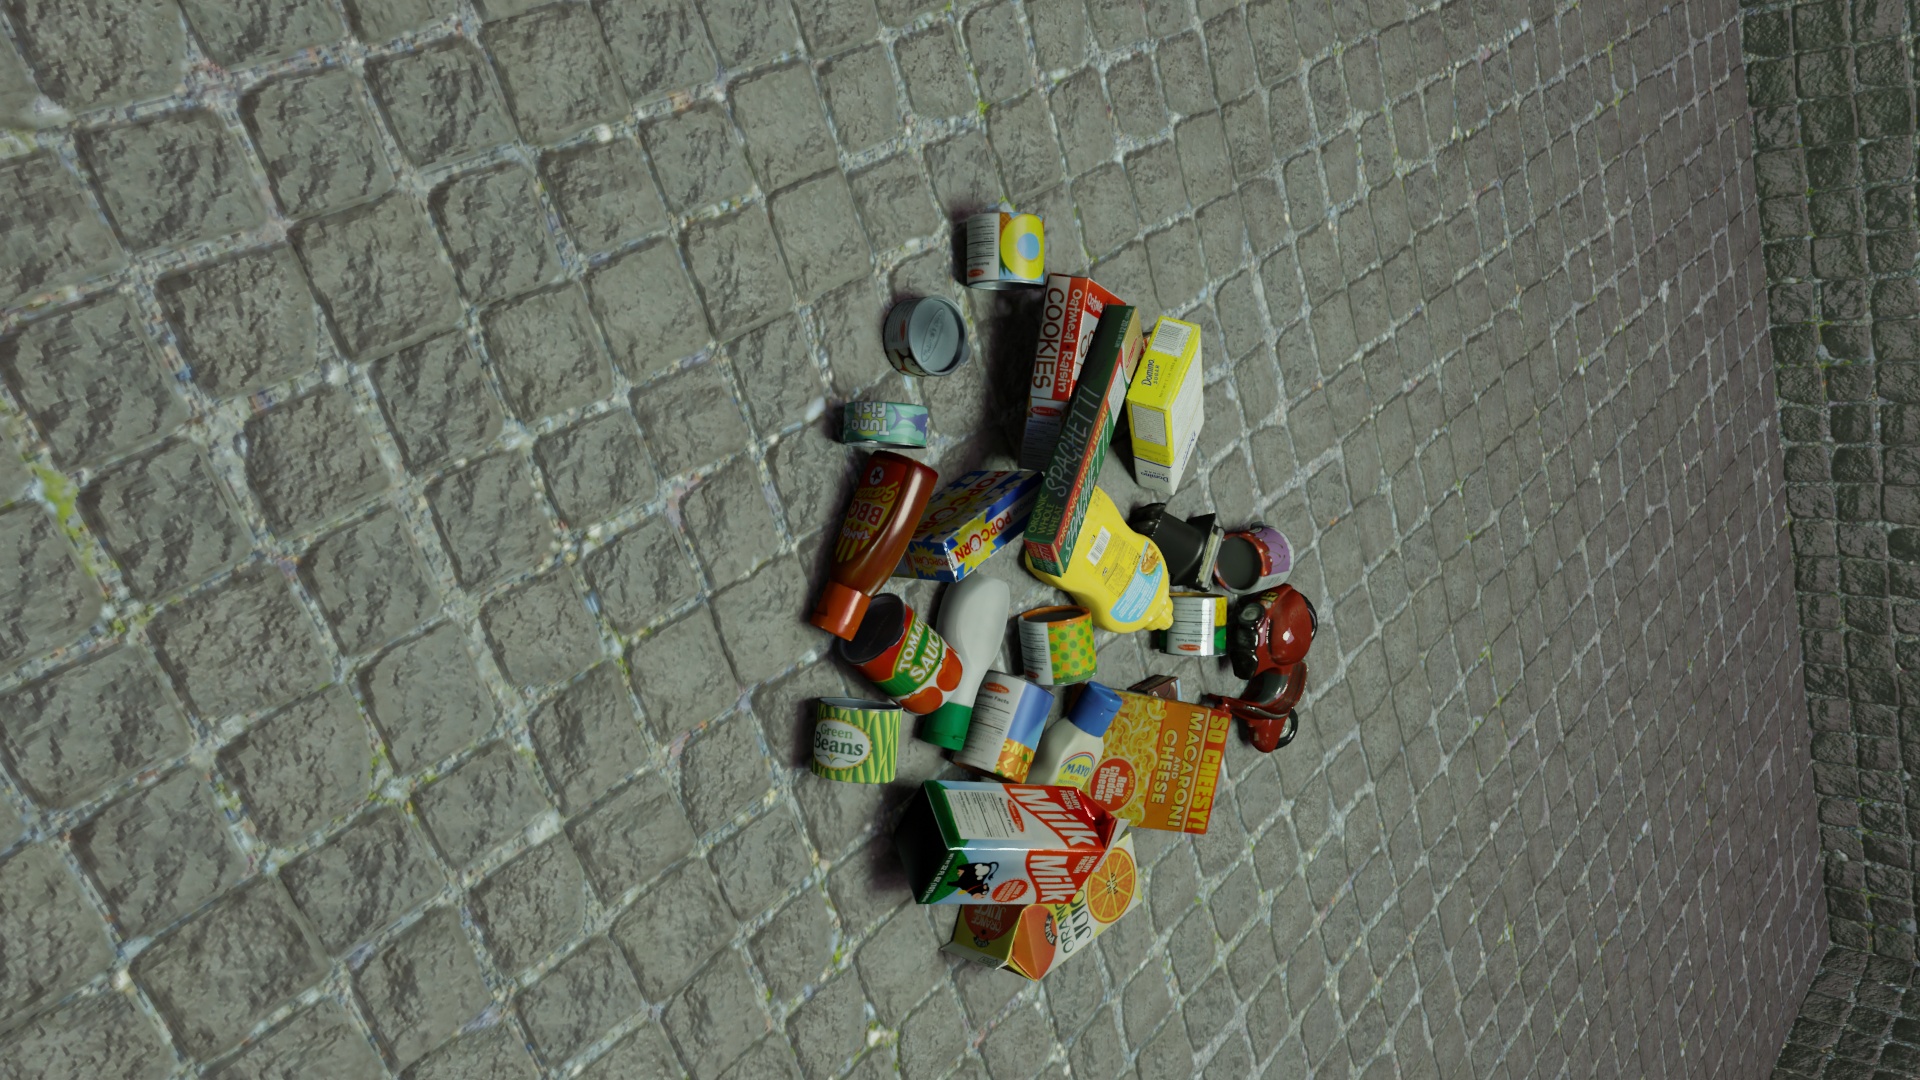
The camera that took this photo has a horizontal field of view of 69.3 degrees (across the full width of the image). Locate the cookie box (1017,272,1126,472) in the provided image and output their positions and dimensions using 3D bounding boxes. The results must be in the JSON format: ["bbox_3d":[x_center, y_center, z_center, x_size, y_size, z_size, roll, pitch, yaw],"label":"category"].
[{"bbox_3d":[0.098,-0.140,1.214,0.123,0.040,0.167,2,97,-69],"label":"cookie box"}]

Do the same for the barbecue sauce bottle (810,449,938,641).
[{"bbox_3d":[-0.071,0.004,1.088,0.043,0.065,0.148,29,82,-40],"label":"barbecue sauce bottle"}]

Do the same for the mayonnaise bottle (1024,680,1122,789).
[{"bbox_3d":[0.092,0.196,1.234,0.065,0.041,0.147,21,103,-41],"label":"mayonnaise bottle"}]

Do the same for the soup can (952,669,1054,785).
[{"bbox_3d":[0.039,0.163,1.199,0.071,0.071,0.084,33,71,-40],"label":"soup can"}]

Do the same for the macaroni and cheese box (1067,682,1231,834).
[{"bbox_3d":[0.171,0.208,1.318,0.166,0.040,0.123,14,88,-30],"label":"macaroni and cheese box"}]

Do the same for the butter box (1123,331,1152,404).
[{"bbox_3d":[0.156,-0.160,1.319,0.104,0.024,0.053,-28,111,-39],"label":"butter box"}]

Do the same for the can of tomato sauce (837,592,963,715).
[{"bbox_3d":[-0.046,0.092,1.110,0.083,0.071,0.071,46,63,-36],"label":"can of tomato sauce"}]

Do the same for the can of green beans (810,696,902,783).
[{"bbox_3d":[-0.081,0.155,1.083,0.071,0.071,0.058,8,88,-44],"label":"can of green beans"}]

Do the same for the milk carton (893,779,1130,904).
[{"bbox_3d":[0.050,0.253,1.160,0.191,0.074,0.072,7,126,-27],"label":"milk carton"}]

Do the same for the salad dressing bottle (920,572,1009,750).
[{"bbox_3d":[0.001,0.102,1.176,0.064,0.044,0.148,22,78,-43],"label":"salad dressing bottle"}]

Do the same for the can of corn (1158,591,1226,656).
[{"bbox_3d":[0.231,0.083,1.381,0.071,0.071,0.058,-1,94,-44],"label":"can of corn"}]

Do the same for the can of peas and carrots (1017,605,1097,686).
[{"bbox_3d":[0.089,0.093,1.242,0.071,0.071,0.058,-17,104,-42],"label":"can of peas and carrots"}]

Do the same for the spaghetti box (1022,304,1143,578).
[{"bbox_3d":[0.105,-0.087,1.154,0.050,0.029,0.251,67,39,-54],"label":"spaghetti box"}]

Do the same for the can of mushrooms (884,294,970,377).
[{"bbox_3d":[-0.027,-0.165,1.137,0.071,0.033,0.071,-3,94,-44],"label":"can of mushrooms"}]

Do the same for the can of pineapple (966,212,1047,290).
[{"bbox_3d":[0.039,-0.243,1.172,0.071,0.071,0.058,-4,95,-44],"label":"can of pineapple"}]

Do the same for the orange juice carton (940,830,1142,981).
[{"bbox_3d":[0.072,0.326,1.239,0.193,0.072,0.073,-23,108,-41],"label":"orange juice carton"}]

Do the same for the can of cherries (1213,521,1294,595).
[{"bbox_3d":[0.303,0.018,1.445,0.058,0.071,0.071,-11,100,-43],"label":"can of cherries"}]

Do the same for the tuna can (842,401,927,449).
[{"bbox_3d":[-0.060,-0.090,1.086,0.071,0.071,0.033,2,90,-44],"label":"tuna can"}]

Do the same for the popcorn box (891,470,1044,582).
[{"bbox_3d":[0.004,-0.014,1.140,0.127,0.085,0.038,-37,117,-36],"label":"popcorn box"}]

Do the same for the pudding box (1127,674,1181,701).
[{"bbox_3d":[0.196,0.179,1.377,0.050,0.030,0.083,-19,106,-40],"label":"pudding box"}]
